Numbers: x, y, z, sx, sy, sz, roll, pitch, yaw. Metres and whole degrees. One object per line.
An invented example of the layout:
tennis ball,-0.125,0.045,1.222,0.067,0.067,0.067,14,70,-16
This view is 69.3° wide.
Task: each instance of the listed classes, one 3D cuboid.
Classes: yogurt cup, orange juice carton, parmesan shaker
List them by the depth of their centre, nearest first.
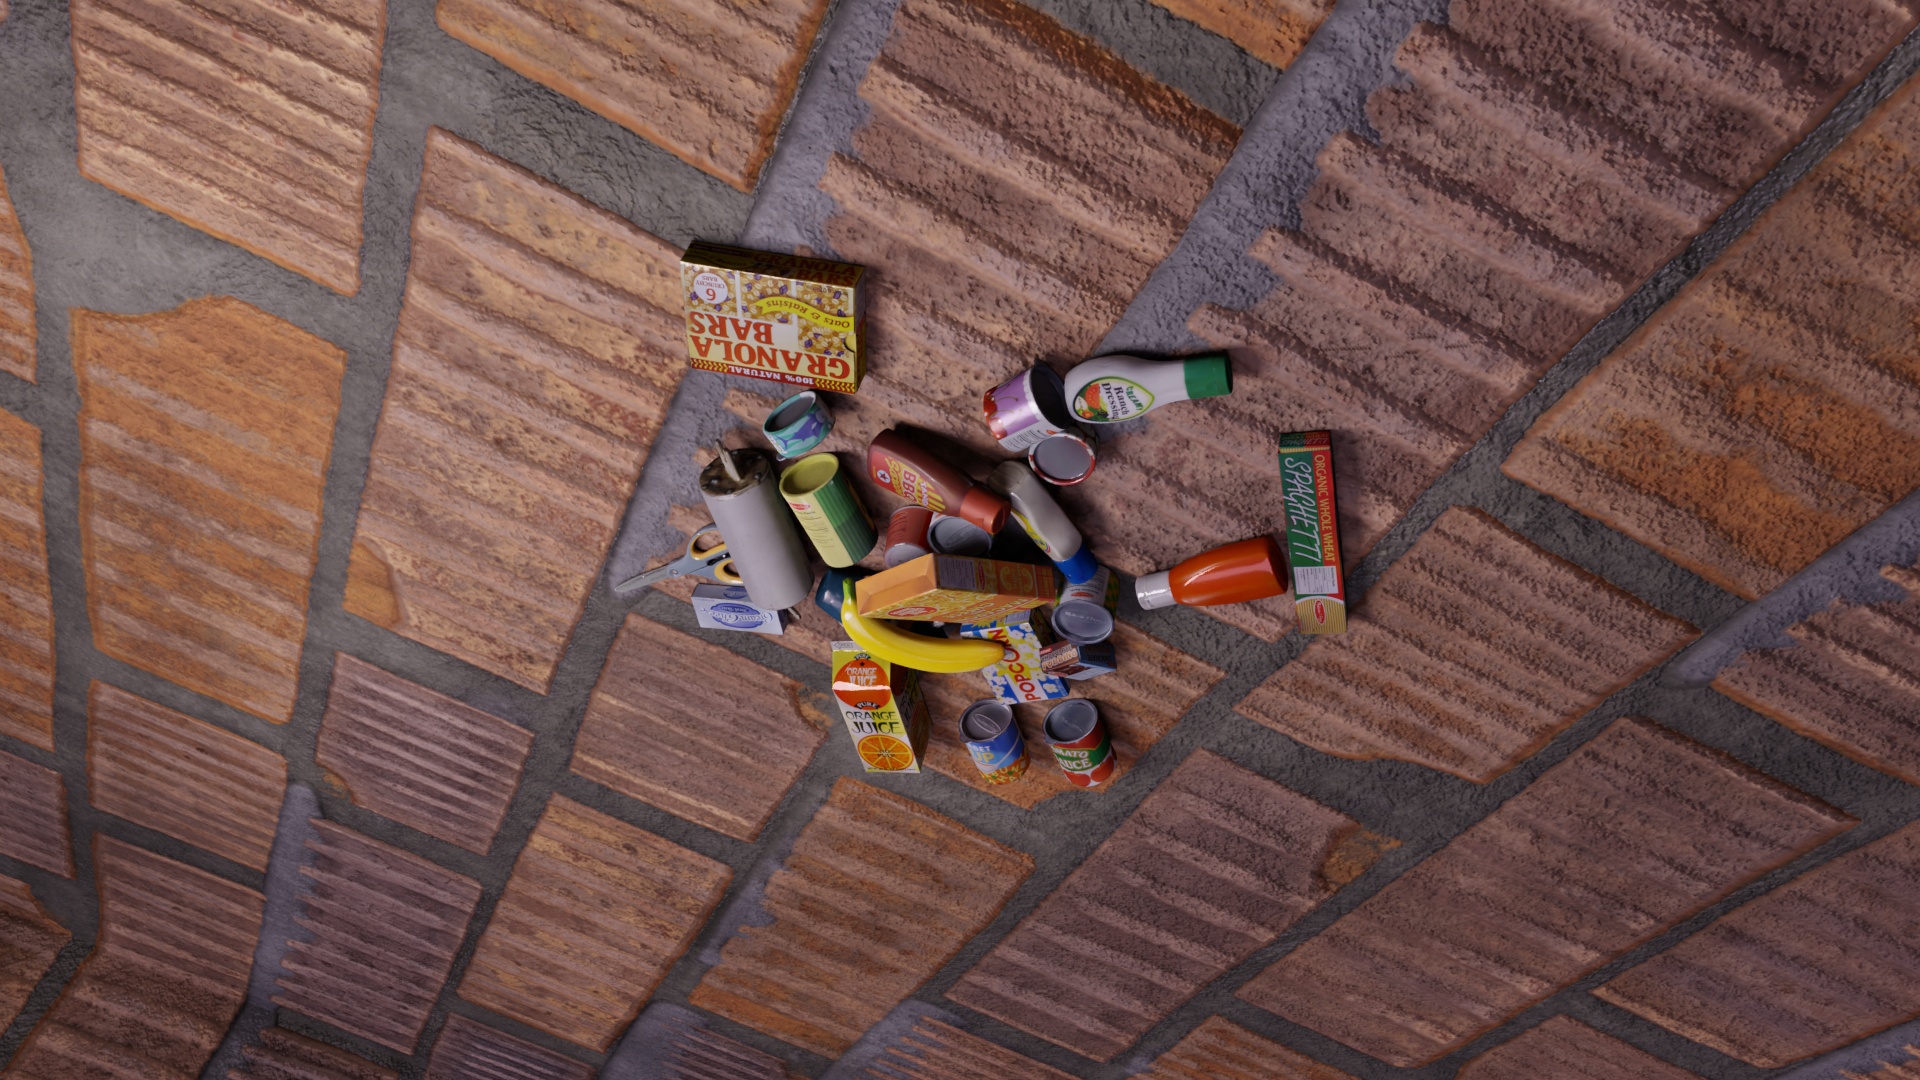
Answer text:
parmesan shaker,-0.136,-0.031,1.435,0.071,0.072,0.102,-10,130,23
yogurt cup,-0.048,0.005,1.452,0.072,0.054,0.072,7,133,8
orange juice carton,-0.093,0.183,1.621,0.072,0.073,0.191,-2,132,17

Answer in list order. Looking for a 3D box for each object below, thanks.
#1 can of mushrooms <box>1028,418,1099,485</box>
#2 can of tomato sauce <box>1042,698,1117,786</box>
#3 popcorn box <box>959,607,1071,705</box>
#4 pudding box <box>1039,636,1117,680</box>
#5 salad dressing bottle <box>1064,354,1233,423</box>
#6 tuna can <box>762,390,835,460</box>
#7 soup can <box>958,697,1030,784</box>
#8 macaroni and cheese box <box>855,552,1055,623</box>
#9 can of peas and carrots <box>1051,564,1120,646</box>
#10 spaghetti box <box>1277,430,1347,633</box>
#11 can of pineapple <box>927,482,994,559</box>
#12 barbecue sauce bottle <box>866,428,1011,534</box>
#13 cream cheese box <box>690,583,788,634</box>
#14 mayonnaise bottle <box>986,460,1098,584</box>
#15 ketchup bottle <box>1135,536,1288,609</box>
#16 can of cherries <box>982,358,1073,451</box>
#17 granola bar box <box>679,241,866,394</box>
can of mushrooms,0.101,-0.086,1.339,0.071,0.034,0.070,7,133,8
can of tomato sauce,0.138,0.237,1.611,0.071,0.071,0.082,-8,130,22
popcorn box,0.063,0.126,1.549,0.085,0.038,0.126,-10,129,24
pudding box,0.129,0.129,1.512,0.049,0.030,0.084,-21,158,32
salad dressing bottle,0.171,-0.142,1.260,0.147,0.044,0.064,-6,132,20
tuna can,-0.160,-0.112,1.359,0.071,0.071,0.032,-18,124,29
soup can,0.039,0.239,1.641,0.071,0.072,0.083,-6,131,20
macaroni and cheese box,-0.004,0.052,1.421,0.167,0.040,0.123,7,160,-42
can of peas and carrots,0.132,0.067,1.459,0.071,0.059,0.070,8,135,8
spaghetti box,0.345,-0.003,1.355,0.050,0.029,0.248,-3,132,18
can of pineapple,0.005,-0.018,1.413,0.071,0.058,0.070,8,134,8
barbecue sauce bottle,-0.021,-0.054,1.358,0.149,0.044,0.064,28,146,21
cream cheese box,-0.253,0.079,1.600,0.104,0.024,0.053,4,135,12
mayonnaise bottle,0.087,-0.015,1.393,0.147,0.041,0.065,50,170,-31
ketchup bottle,0.253,0.039,1.411,0.148,0.044,0.064,-14,127,27
can of cherries,0.062,-0.125,1.293,0.058,0.072,0.071,-25,122,34
granola bar box,-0.173,-0.206,1.295,0.166,0.039,0.123,10,135,6
